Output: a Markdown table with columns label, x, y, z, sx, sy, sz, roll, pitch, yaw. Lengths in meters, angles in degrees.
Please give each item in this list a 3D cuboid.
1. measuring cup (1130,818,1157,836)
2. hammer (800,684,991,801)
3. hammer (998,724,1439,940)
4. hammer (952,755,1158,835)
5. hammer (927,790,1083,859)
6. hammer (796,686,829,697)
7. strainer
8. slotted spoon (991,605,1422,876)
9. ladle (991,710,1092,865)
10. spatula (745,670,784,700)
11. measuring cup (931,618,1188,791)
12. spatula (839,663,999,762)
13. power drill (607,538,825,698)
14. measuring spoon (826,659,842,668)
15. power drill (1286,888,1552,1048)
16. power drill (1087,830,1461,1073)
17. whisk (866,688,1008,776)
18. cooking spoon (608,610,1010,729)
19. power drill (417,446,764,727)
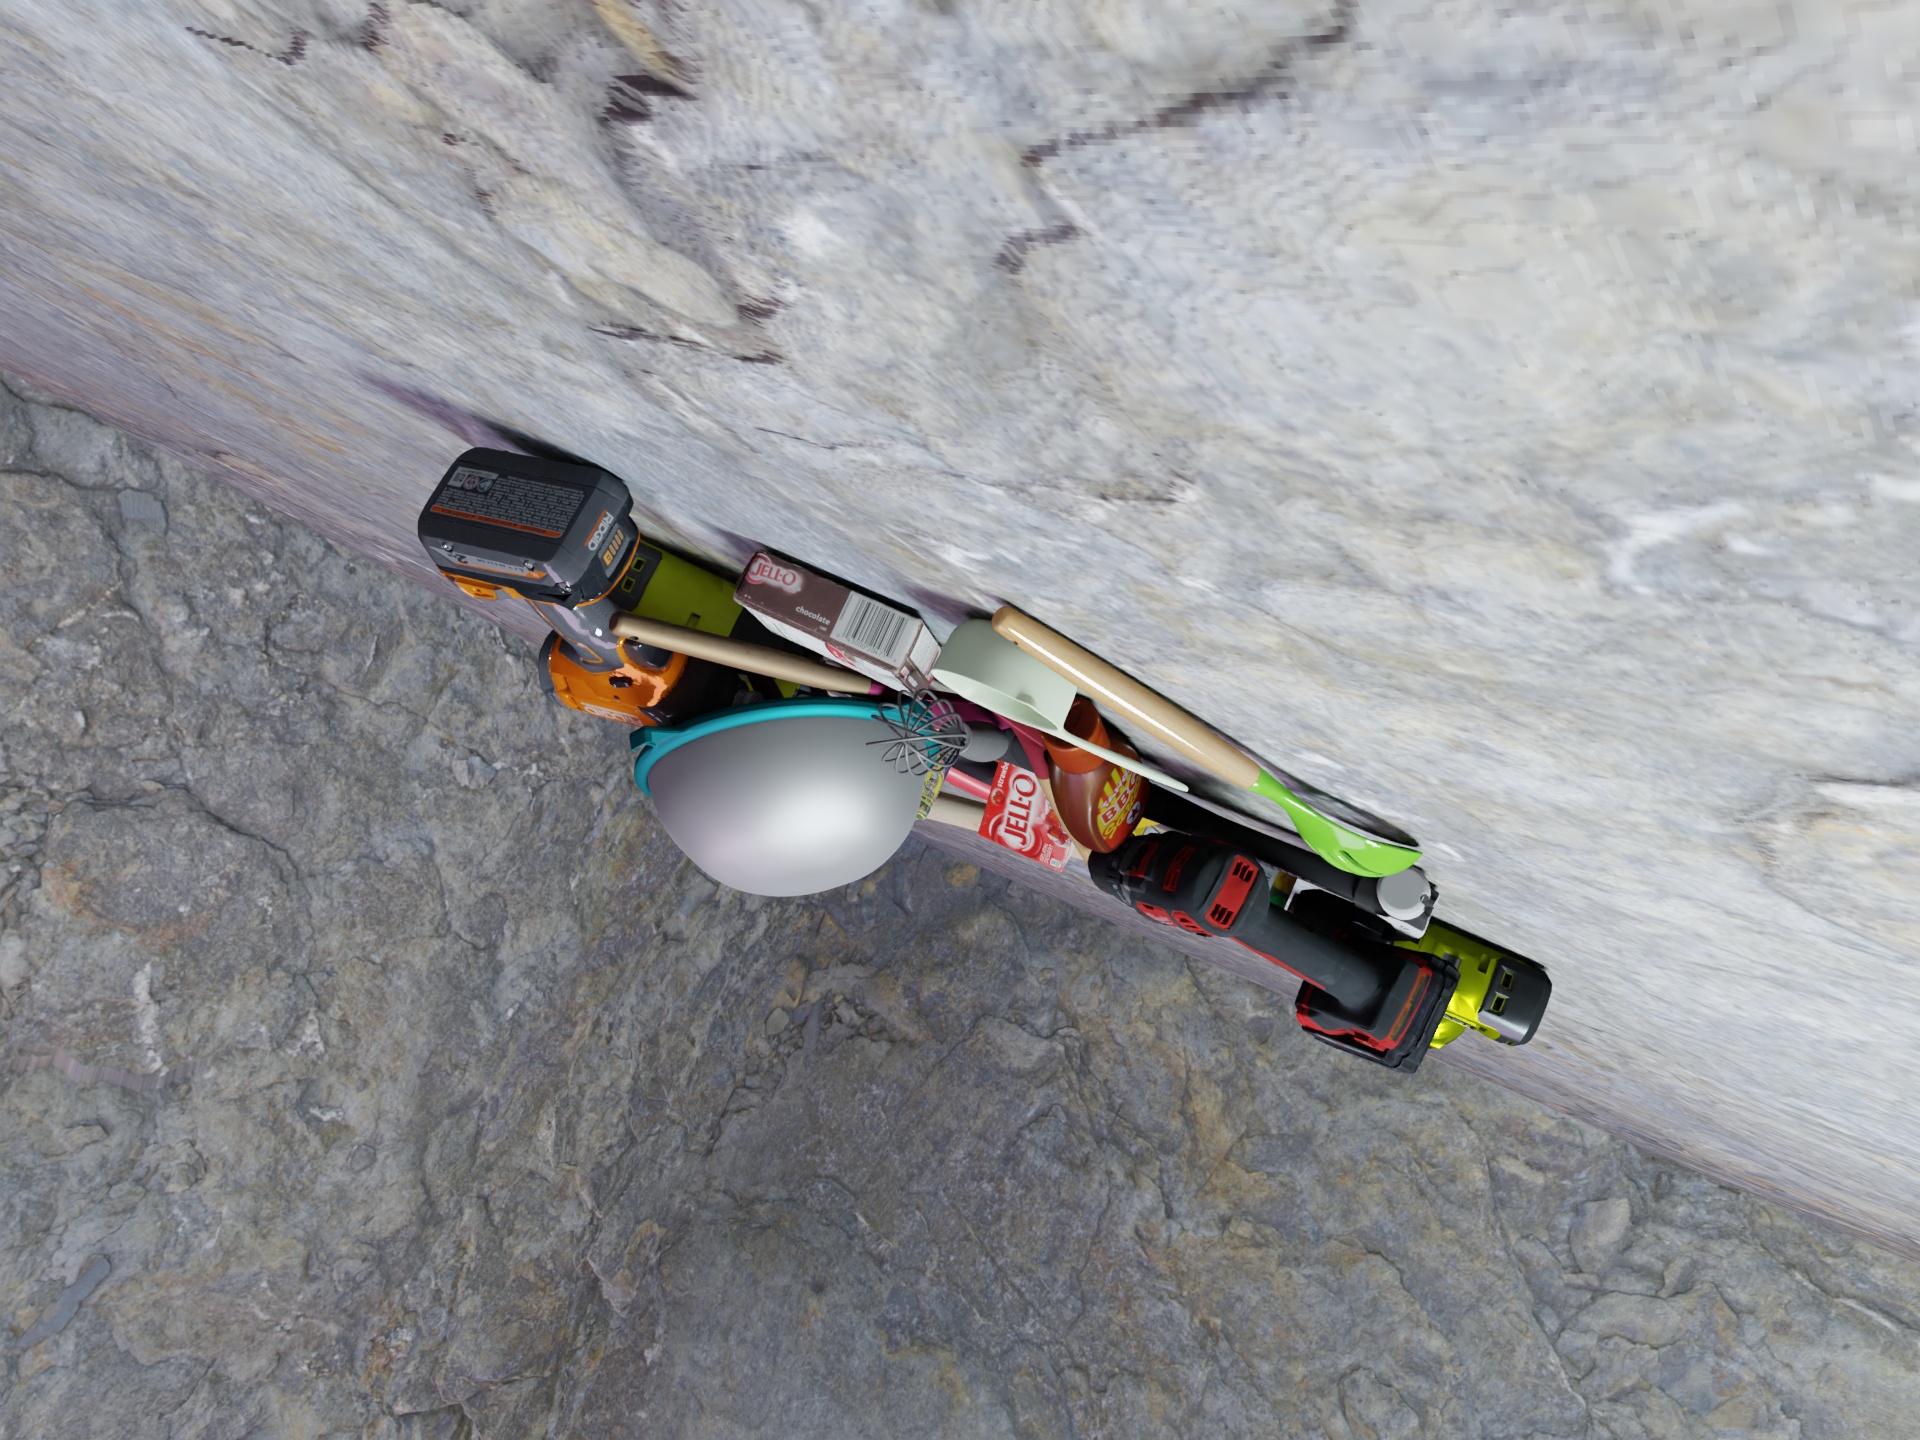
| label | x | y | z | sx | sy | sz | roll | pitch | yaw |
| --- | --- | --- | --- | --- | --- | --- | --- | --- | --- |
| measuring cup | 0.141 | 0.066 | 1.232 | 0.062 | 0.029 | 0.156 | 31 | 160 | -13 |
| hammer | -0.038 | 0.035 | 1.537 | 0.386 | 0.038 | 0.143 | 28 | 174 | -20 |
| hammer | 0.166 | 0.071 | 1.102 | 0.335 | 0.035 | 0.146 | 22 | 172 | 23 |
| hammer | 0.045 | 0.055 | 1.408 | 0.330 | 0.033 | 0.128 | 28 | 173 | -23 |
| hammer | 0.018 | 0.081 | 1.331 | 0.410 | 0.038 | 0.146 | 14 | 173 | 5 |
| hammer | -0.262 | -0.090 | 1.349 | 0.336 | 0.034 | 0.127 | 29 | -174 | -10 |
| strainer | -0.116 | 0.091 | 1.146 | 0.211 | 0.095 | 0.340 | -6 | 157 | -5 |
| slotted spoon | 0.136 | 0.019 | 0.852 | 0.313 | 0.031 | 0.070 | 30 | 172 | -29 |
| ladle | 0.064 | 0.047 | 1.084 | 0.069 | 0.031 | 0.315 | 41 | 171 | 32 |
| spatula | -0.116 | 0.030 | 1.191 | 0.060 | 0.018 | 0.315 | 29 | 161 | 21 |
| measuring cup | 0.063 | -0.008 | 0.865 | 0.167 | 0.038 | 0.083 | 26 | 173 | -23 |
| spatula | -0.002 | -0.004 | 1.190 | 0.081 | 0.041 | 0.322 | 18 | 175 | 33 |
| power drill | -0.181 | -0.058 | 1.189 | 0.171 | 0.080 | 0.223 | 25 | 170 | 0 |
| measuring spoon | -0.059 | -0.016 | 1.304 | 0.124 | 0.018 | 0.034 | 28 | 173 | -20 |
| power drill | 0.340 | 0.193 | 1.247 | 0.190 | 0.080 | 0.228 | 23 | 170 | 11 |
| power drill | 0.200 | 0.143 | 1.078 | 0.226 | 0.080 | 0.188 | 31 | 171 | -17 |
| whisk | -0.006 | 0.012 | 1.011 | 0.055 | 0.055 | 0.239 | 23 | -177 | 15 |
| cooking spoon | -0.082 | -0.028 | 1.021 | 0.318 | 0.017 | 0.069 | 14 | 158 | -39 |
| power drill | -0.223 | -0.067 | 1.009 | 0.164 | 0.084 | 0.226 | 13 | 154 | 21 |
